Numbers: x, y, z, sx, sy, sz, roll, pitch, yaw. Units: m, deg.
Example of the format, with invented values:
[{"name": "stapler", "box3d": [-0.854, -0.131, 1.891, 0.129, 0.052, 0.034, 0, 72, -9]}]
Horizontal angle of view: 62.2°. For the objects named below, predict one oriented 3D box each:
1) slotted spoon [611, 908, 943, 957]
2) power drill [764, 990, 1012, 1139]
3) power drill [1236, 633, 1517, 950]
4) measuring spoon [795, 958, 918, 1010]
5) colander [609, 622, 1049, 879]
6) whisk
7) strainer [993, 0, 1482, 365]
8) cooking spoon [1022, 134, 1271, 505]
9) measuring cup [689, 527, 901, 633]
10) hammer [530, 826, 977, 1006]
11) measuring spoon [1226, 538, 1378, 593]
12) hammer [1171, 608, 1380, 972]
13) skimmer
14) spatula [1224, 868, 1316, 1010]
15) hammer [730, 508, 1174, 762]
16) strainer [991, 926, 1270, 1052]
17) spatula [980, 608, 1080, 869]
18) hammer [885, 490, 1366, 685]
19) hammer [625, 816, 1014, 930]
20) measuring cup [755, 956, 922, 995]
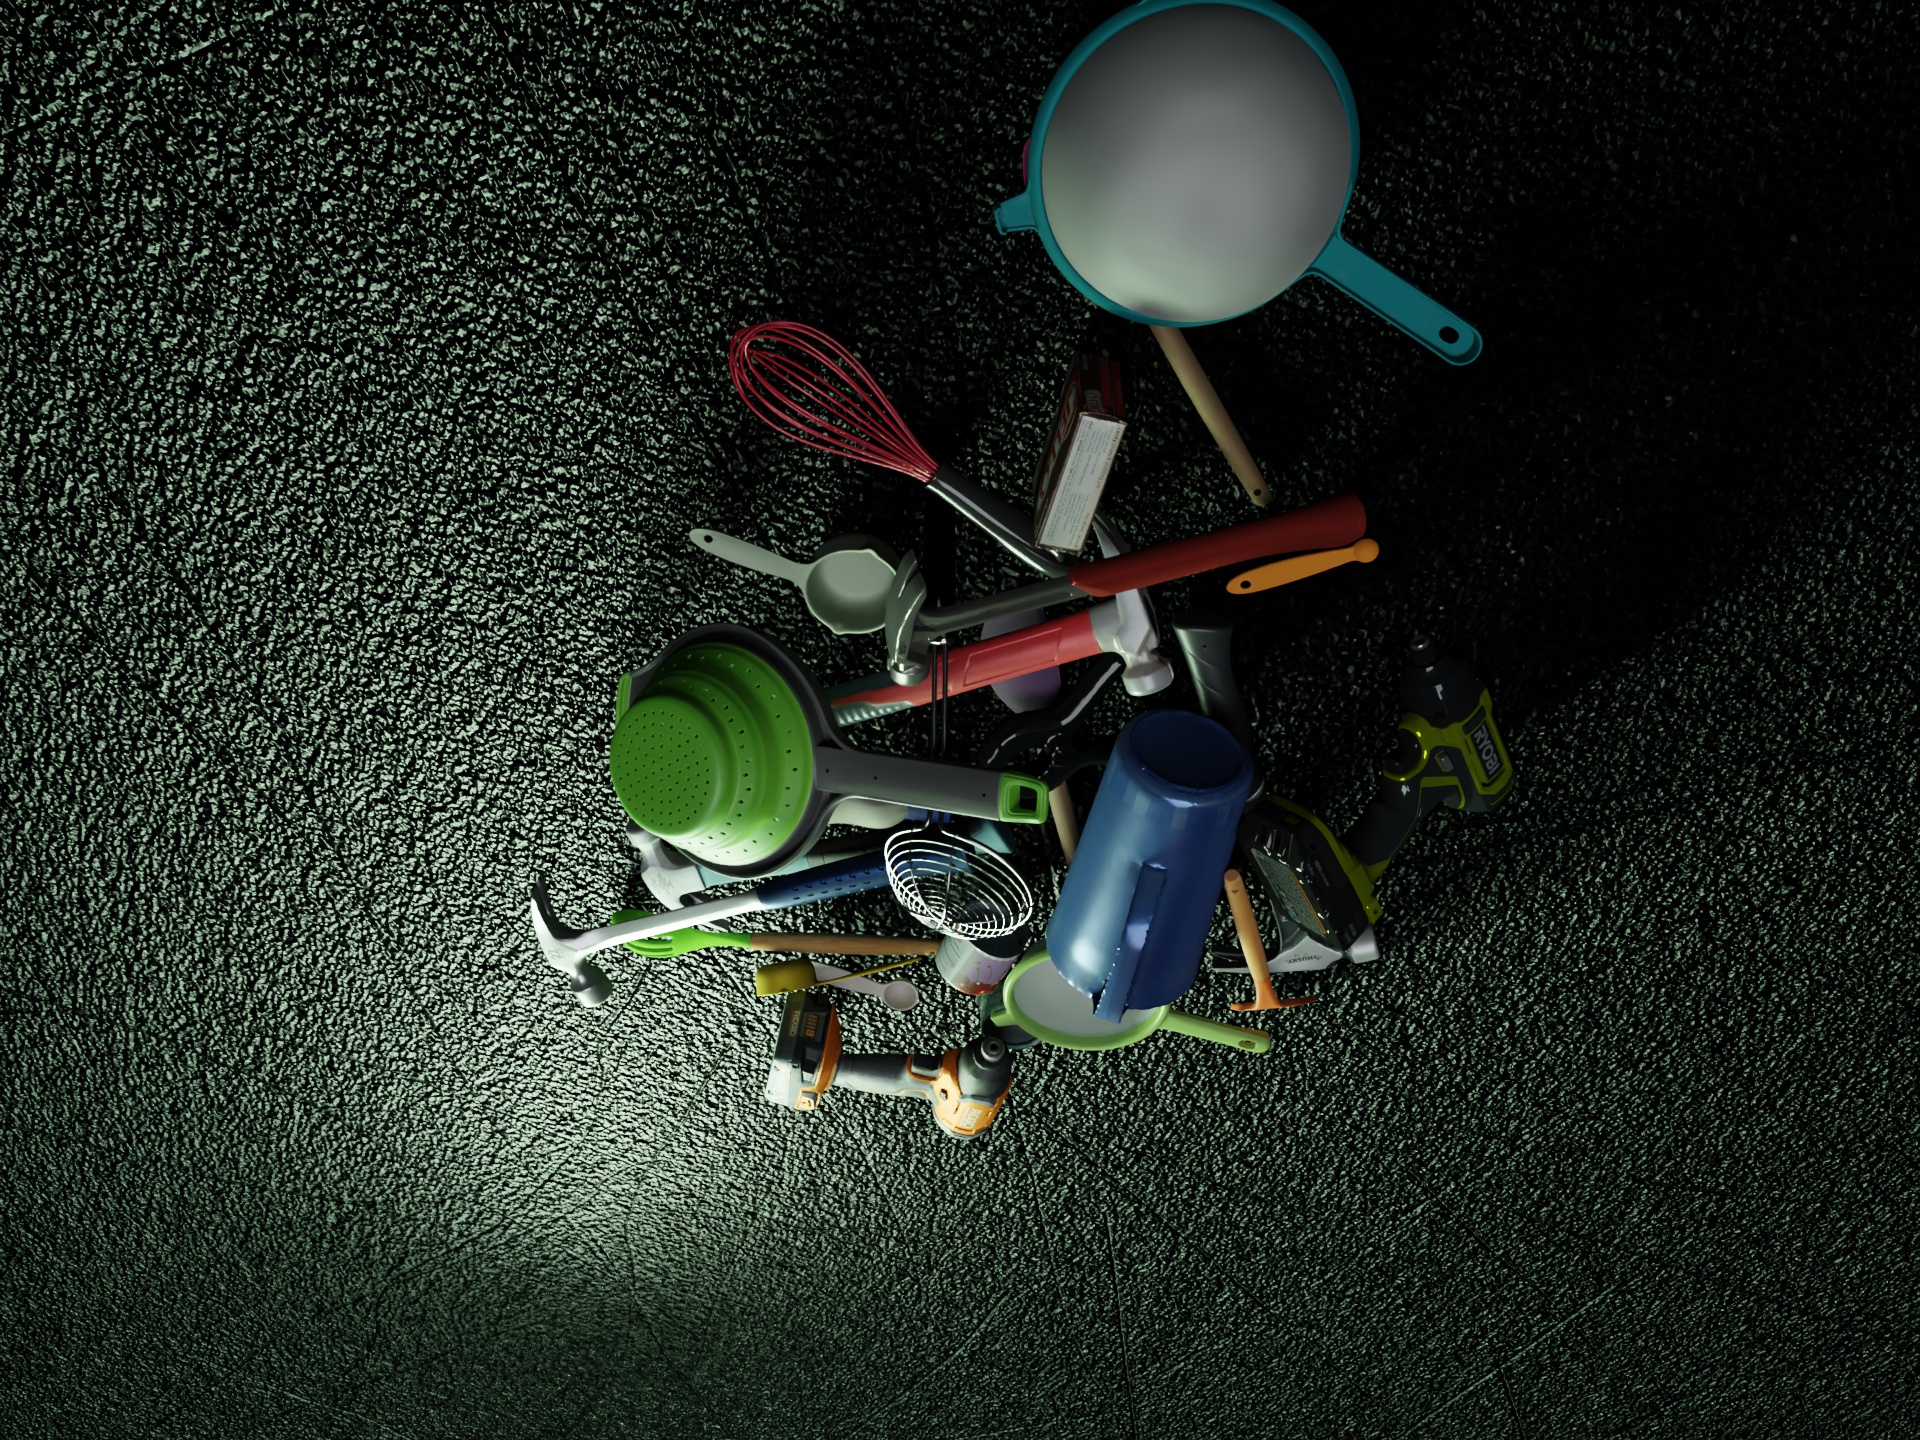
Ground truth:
[{"name": "slotted spoon", "box3d": [-0.168, 0.204, 1.474, 0.313, 0.031, 0.070, 2, 142, -1]}, {"name": "power drill", "box3d": [-0.063, 0.325, 1.508, 0.226, 0.084, 0.164, 13, 143, -5]}, {"name": "power drill", "box3d": [0.327, 0.053, 1.234, 0.223, 0.080, 0.171, -43, 125, -13]}, {"name": "measuring spoon", "box3d": [-0.099, 0.245, 1.514, 0.124, 0.018, 0.034, 17, 115, -2]}, {"name": "colander", "box3d": [-0.129, 0.039, 1.186, 0.397, 0.094, 0.204, 7, 101, 28]}, {"name": "whisk", "box3d": [-0.034, -0.186, 1.120, 0.295, 0.073, 0.073, 33, 123, -16]}, {"name": "strainer", "box3d": [0.203, -0.302, 0.995, 0.340, 0.095, 0.211, 27, 119, -17]}, {"name": "cooking spoon", "box3d": [0.138, -0.268, 1.086, 0.069, 0.017, 0.318, -28, 122, 16]}, {"name": "measuring cup", "box3d": [-0.122, -0.122, 1.206, 0.167, 0.038, 0.083, 19, 127, -9]}, {"name": "hammer", "box3d": [-0.185, 0.154, 1.386, 0.405, 0.035, 0.144, -15, 125, 14]}, {"name": "measuring spoon", "box3d": [0.259, -0.114, 1.205, 0.117, 0.011, 0.021, -15, 126, 15]}, {"name": "hammer", "box3d": [0.244, 0.072, 1.342, 0.149, 0.036, 0.408, -13, 126, 15]}, {"name": "skimmer", "box3d": [-0.002, -0.004, 1.218, 0.127, 0.090, 0.363, 5, 100, 30]}, {"name": "spatula", "box3d": [0.255, 0.200, 1.375, 0.081, 0.041, 0.322, -8, 145, 13]}, {"name": "hammer", "box3d": [-0.037, -0.045, 1.251, 0.386, 0.038, 0.143, -16, 105, 21]}, {"name": "strainer", "box3d": [0.165, 0.246, 1.459, 0.256, 0.069, 0.151, 17, 133, -11]}, {"name": "spatula", "box3d": [0.073, 0.035, 1.330, 0.060, 0.018, 0.315, -12, 126, 7]}, {"name": "hammer", "box3d": [0.121, -0.109, 1.109, 0.359, 0.037, 0.149, -15, 159, -14]}, {"name": "hammer", "box3d": [-0.119, 0.117, 1.398, 0.331, 0.033, 0.128, -8, 127, 9]}, {"name": "measuring cup", "box3d": [-0.115, 0.227, 1.477, 0.156, 0.062, 0.029, -12, 84, 0]}]
